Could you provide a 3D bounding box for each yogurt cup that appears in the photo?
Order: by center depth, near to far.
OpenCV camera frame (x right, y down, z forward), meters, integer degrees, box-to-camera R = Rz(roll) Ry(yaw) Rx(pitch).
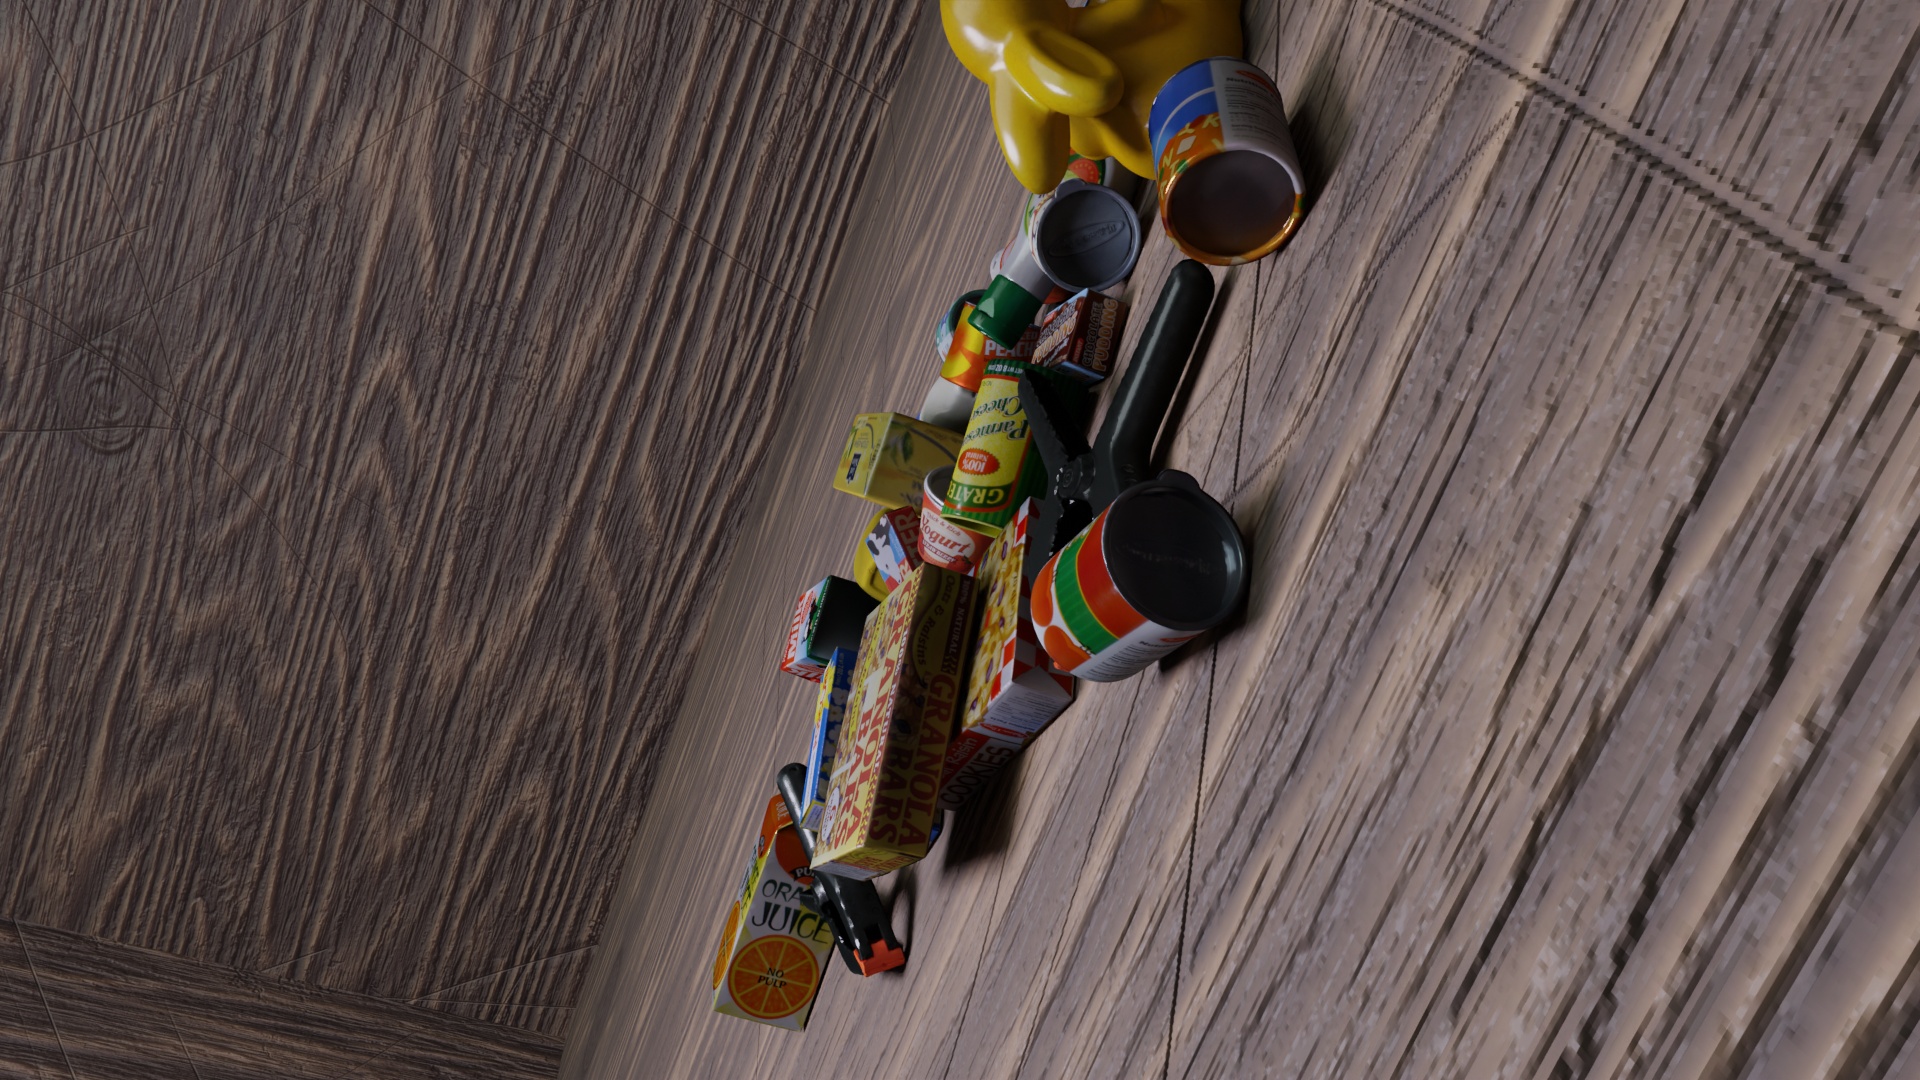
[{"bbox_3d":[0.003,-0.012,0.935,0.073,0.072,0.053,-93,17,-57],"label":"yogurt cup"}]

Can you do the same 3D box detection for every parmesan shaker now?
[{"bbox_3d":[0.031,-0.054,0.860,0.071,0.071,0.103,176,111,-76],"label":"parmesan shaker"}]

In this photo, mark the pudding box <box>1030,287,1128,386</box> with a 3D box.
[{"bbox_3d":[0.072,-0.124,0.872,0.083,0.030,0.050,171,118,-75],"label":"pudding box"}]

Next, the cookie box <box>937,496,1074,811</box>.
[{"bbox_3d":[0.018,0.071,0.816,0.166,0.040,0.123,126,157,-51],"label":"cookie box"}]

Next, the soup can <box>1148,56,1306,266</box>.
[{"bbox_3d":[0.123,-0.177,0.658,0.084,0.071,0.071,-87,20,-46],"label":"soup can"}]

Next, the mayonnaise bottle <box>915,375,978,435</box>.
[{"bbox_3d":[-0.006,-0.113,1.152,0.147,0.041,0.065,135,151,-65],"label":"mayonnaise bottle"}]

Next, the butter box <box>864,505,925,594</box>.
[{"bbox_3d":[-0.030,0.032,0.974,0.103,0.024,0.053,64,153,13],"label":"butter box"}]

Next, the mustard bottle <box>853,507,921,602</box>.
[{"bbox_3d":[-0.052,0.005,1.140,0.048,0.065,0.161,-62,10,17],"label":"mustard bottle"}]

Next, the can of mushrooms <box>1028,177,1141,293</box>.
[{"bbox_3d":[0.076,-0.191,0.860,0.033,0.071,0.071,-108,38,-71],"label":"can of mushrooms"}]

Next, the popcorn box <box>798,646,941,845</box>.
[{"bbox_3d":[-0.055,0.139,0.920,0.127,0.085,0.038,-86,18,-45],"label":"popcorn box"}]

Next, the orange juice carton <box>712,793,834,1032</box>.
[{"bbox_3d":[-0.128,0.269,1.072,0.072,0.073,0.192,-136,65,-76],"label":"orange juice carton"}]

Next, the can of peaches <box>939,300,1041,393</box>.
[{"bbox_3d":[0.026,-0.133,0.996,0.071,0.071,0.058,-123,52,-73],"label":"can of peaches"}]

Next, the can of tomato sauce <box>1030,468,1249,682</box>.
[{"bbox_3d":[0.074,0.018,0.599,0.082,0.071,0.071,132,153,-61],"label":"can of tomato sauce"}]

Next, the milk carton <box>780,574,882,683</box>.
[{"bbox_3d":[-0.109,0.086,1.231,0.190,0.073,0.072,151,135,-71],"label":"milk carton"}]

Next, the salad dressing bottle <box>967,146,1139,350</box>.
[{"bbox_3d":[0.059,-0.195,0.909,0.064,0.044,0.147,37,96,38],"label":"salad dressing bottle"}]

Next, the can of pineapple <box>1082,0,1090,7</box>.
[{"bbox_3d":[0.102,-0.334,0.942,0.058,0.071,0.071,158,129,-74],"label":"can of pineapple"}]

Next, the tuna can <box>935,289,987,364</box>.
[{"bbox_3d":[0.018,-0.157,1.059,0.032,0.071,0.071,140,146,-65],"label":"tuna can"}]

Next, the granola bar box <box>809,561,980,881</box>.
[{"bbox_3d":[-0.038,0.109,0.815,0.123,0.039,0.166,136,149,-63],"label":"granola bar box"}]

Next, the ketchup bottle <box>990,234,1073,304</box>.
[{"bbox_3d":[0.056,-0.202,1.013,0.149,0.043,0.064,-152,84,-77],"label":"ketchup bottle"}]
